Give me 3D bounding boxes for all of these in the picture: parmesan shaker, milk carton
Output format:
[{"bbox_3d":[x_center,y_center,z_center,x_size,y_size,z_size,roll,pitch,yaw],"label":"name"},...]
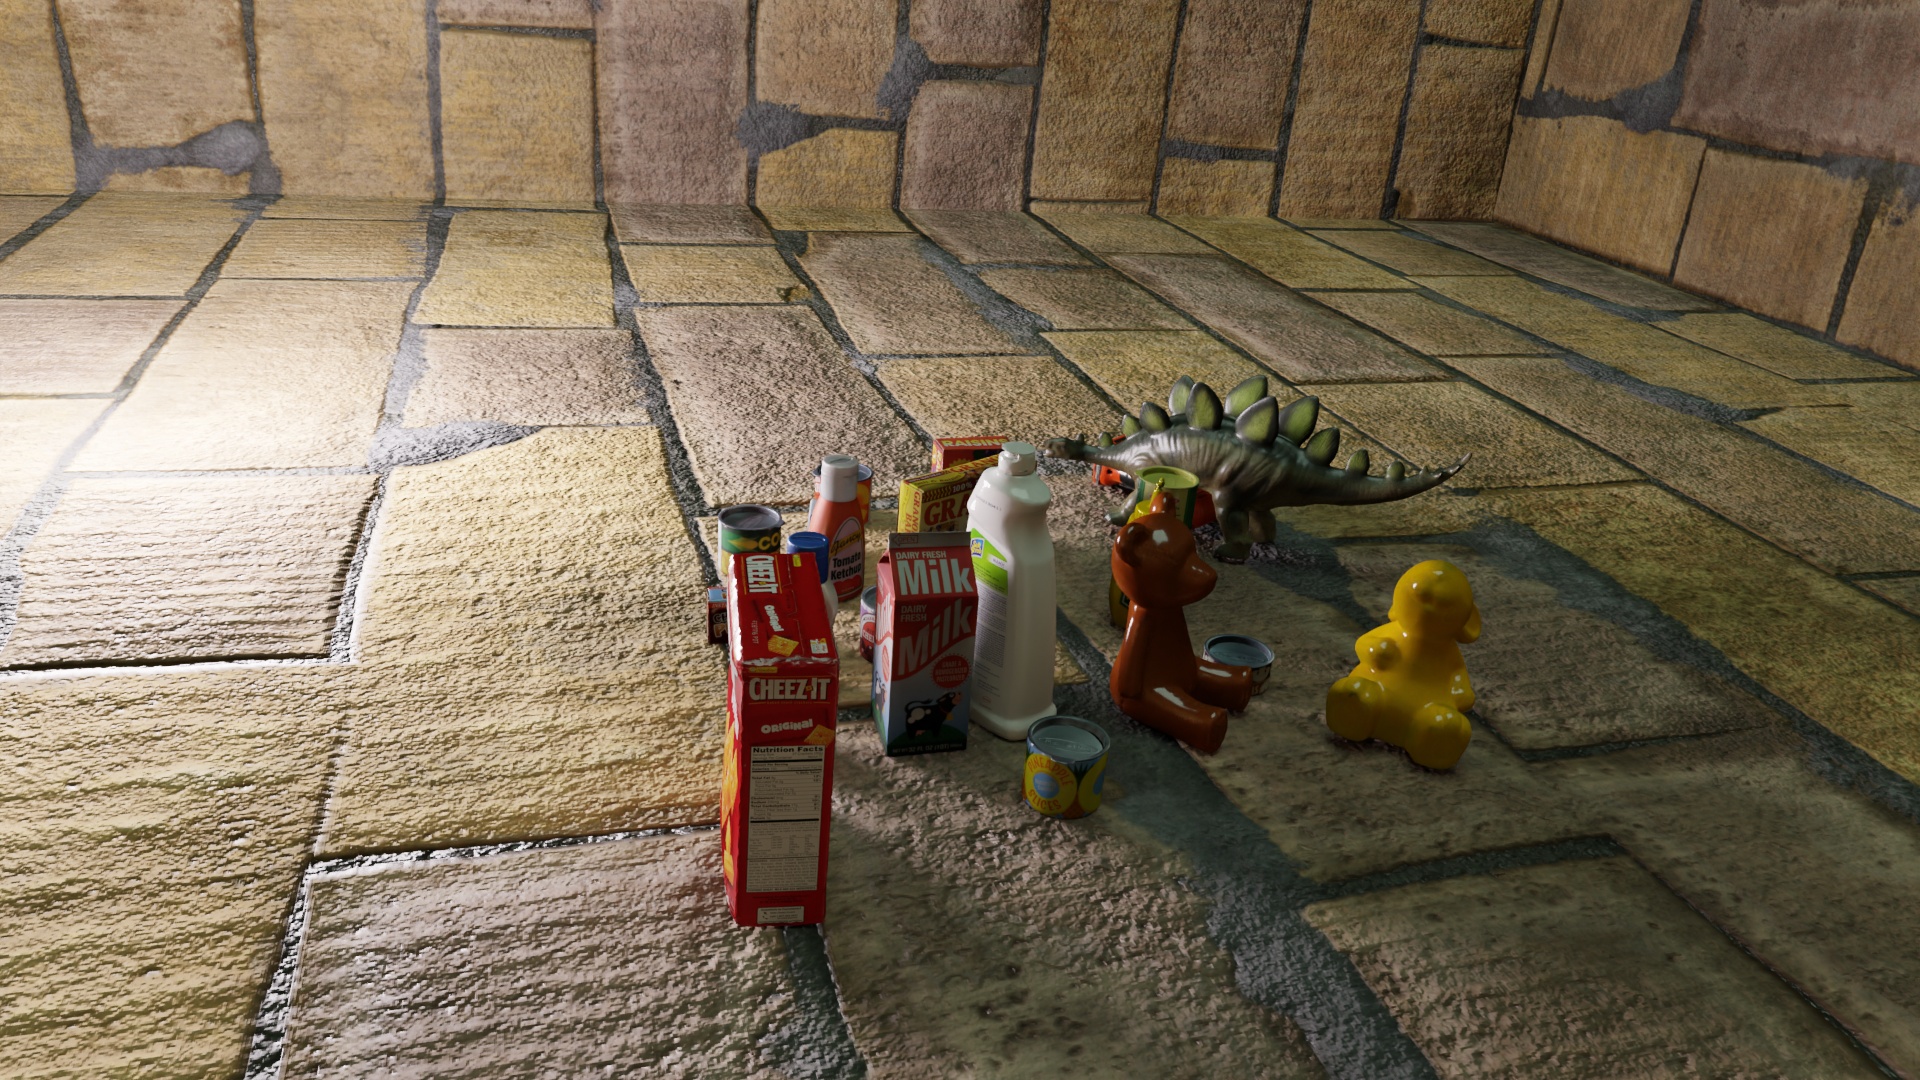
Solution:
[{"bbox_3d":[0.223,-0.024,1.547,0.071,0.102,0.071,4,24,-2],"label":"parmesan shaker"},{"bbox_3d":[-0.031,0.079,1.162,0.072,0.189,0.074,-2,25,-15],"label":"milk carton"}]

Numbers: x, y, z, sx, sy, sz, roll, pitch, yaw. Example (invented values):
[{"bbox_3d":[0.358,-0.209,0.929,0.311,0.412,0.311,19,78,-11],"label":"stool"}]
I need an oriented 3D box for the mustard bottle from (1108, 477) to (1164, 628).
[{"bbox_3d":[0.187,0.012,1.390,0.065,0.159,0.049,4,24,-2],"label":"mustard bottle"}]

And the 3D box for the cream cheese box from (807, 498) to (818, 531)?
[{"bbox_3d":[-0.151,0.000,1.481,0.024,0.053,0.104,3,24,-5],"label":"cream cheese box"}]

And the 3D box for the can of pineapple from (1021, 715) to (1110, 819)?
[{"bbox_3d":[0.083,0.183,1.117,0.071,0.057,0.071,4,24,-2],"label":"can of pineapple"}]

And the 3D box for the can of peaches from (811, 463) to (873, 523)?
[{"bbox_3d":[-0.137,-0.053,1.595,0.071,0.057,0.071,4,24,-2],"label":"can of peaches"}]

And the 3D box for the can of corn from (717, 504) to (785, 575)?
[{"bbox_3d":[-0.219,0.002,1.457,0.071,0.058,0.071,4,24,-2],"label":"can of corn"}]

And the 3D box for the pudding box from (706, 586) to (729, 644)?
[{"bbox_3d":[-0.199,0.069,1.322,0.084,0.049,0.030,-2,25,-14],"label":"pudding box"}]

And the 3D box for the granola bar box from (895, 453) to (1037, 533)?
[{"bbox_3d":[0.005,-0.018,1.466,0.166,0.123,0.039,-17,32,-40],"label":"granola bar box"}]

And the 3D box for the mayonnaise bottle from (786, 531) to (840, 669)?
[{"bbox_3d":[-0.136,0.065,1.224,0.065,0.147,0.041,4,24,-1],"label":"mayonnaise bottle"}]

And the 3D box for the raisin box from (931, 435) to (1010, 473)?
[{"bbox_3d":[0.011,-0.052,1.542,0.086,0.122,0.040,-3,25,-16],"label":"raisin box"}]

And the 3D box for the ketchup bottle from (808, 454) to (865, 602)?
[{"bbox_3d":[-0.125,-0.012,1.396,0.065,0.148,0.043,-18,32,-41],"label":"ketchup bottle"}]

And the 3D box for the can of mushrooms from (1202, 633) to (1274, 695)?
[{"bbox_3d":[0.263,0.119,1.322,0.071,0.033,0.071,4,24,-2],"label":"can of mushrooms"}]

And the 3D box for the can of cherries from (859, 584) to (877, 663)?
[{"bbox_3d":[-0.064,0.080,1.313,0.071,0.058,0.072,4,24,-2],"label":"can of cherries"}]
